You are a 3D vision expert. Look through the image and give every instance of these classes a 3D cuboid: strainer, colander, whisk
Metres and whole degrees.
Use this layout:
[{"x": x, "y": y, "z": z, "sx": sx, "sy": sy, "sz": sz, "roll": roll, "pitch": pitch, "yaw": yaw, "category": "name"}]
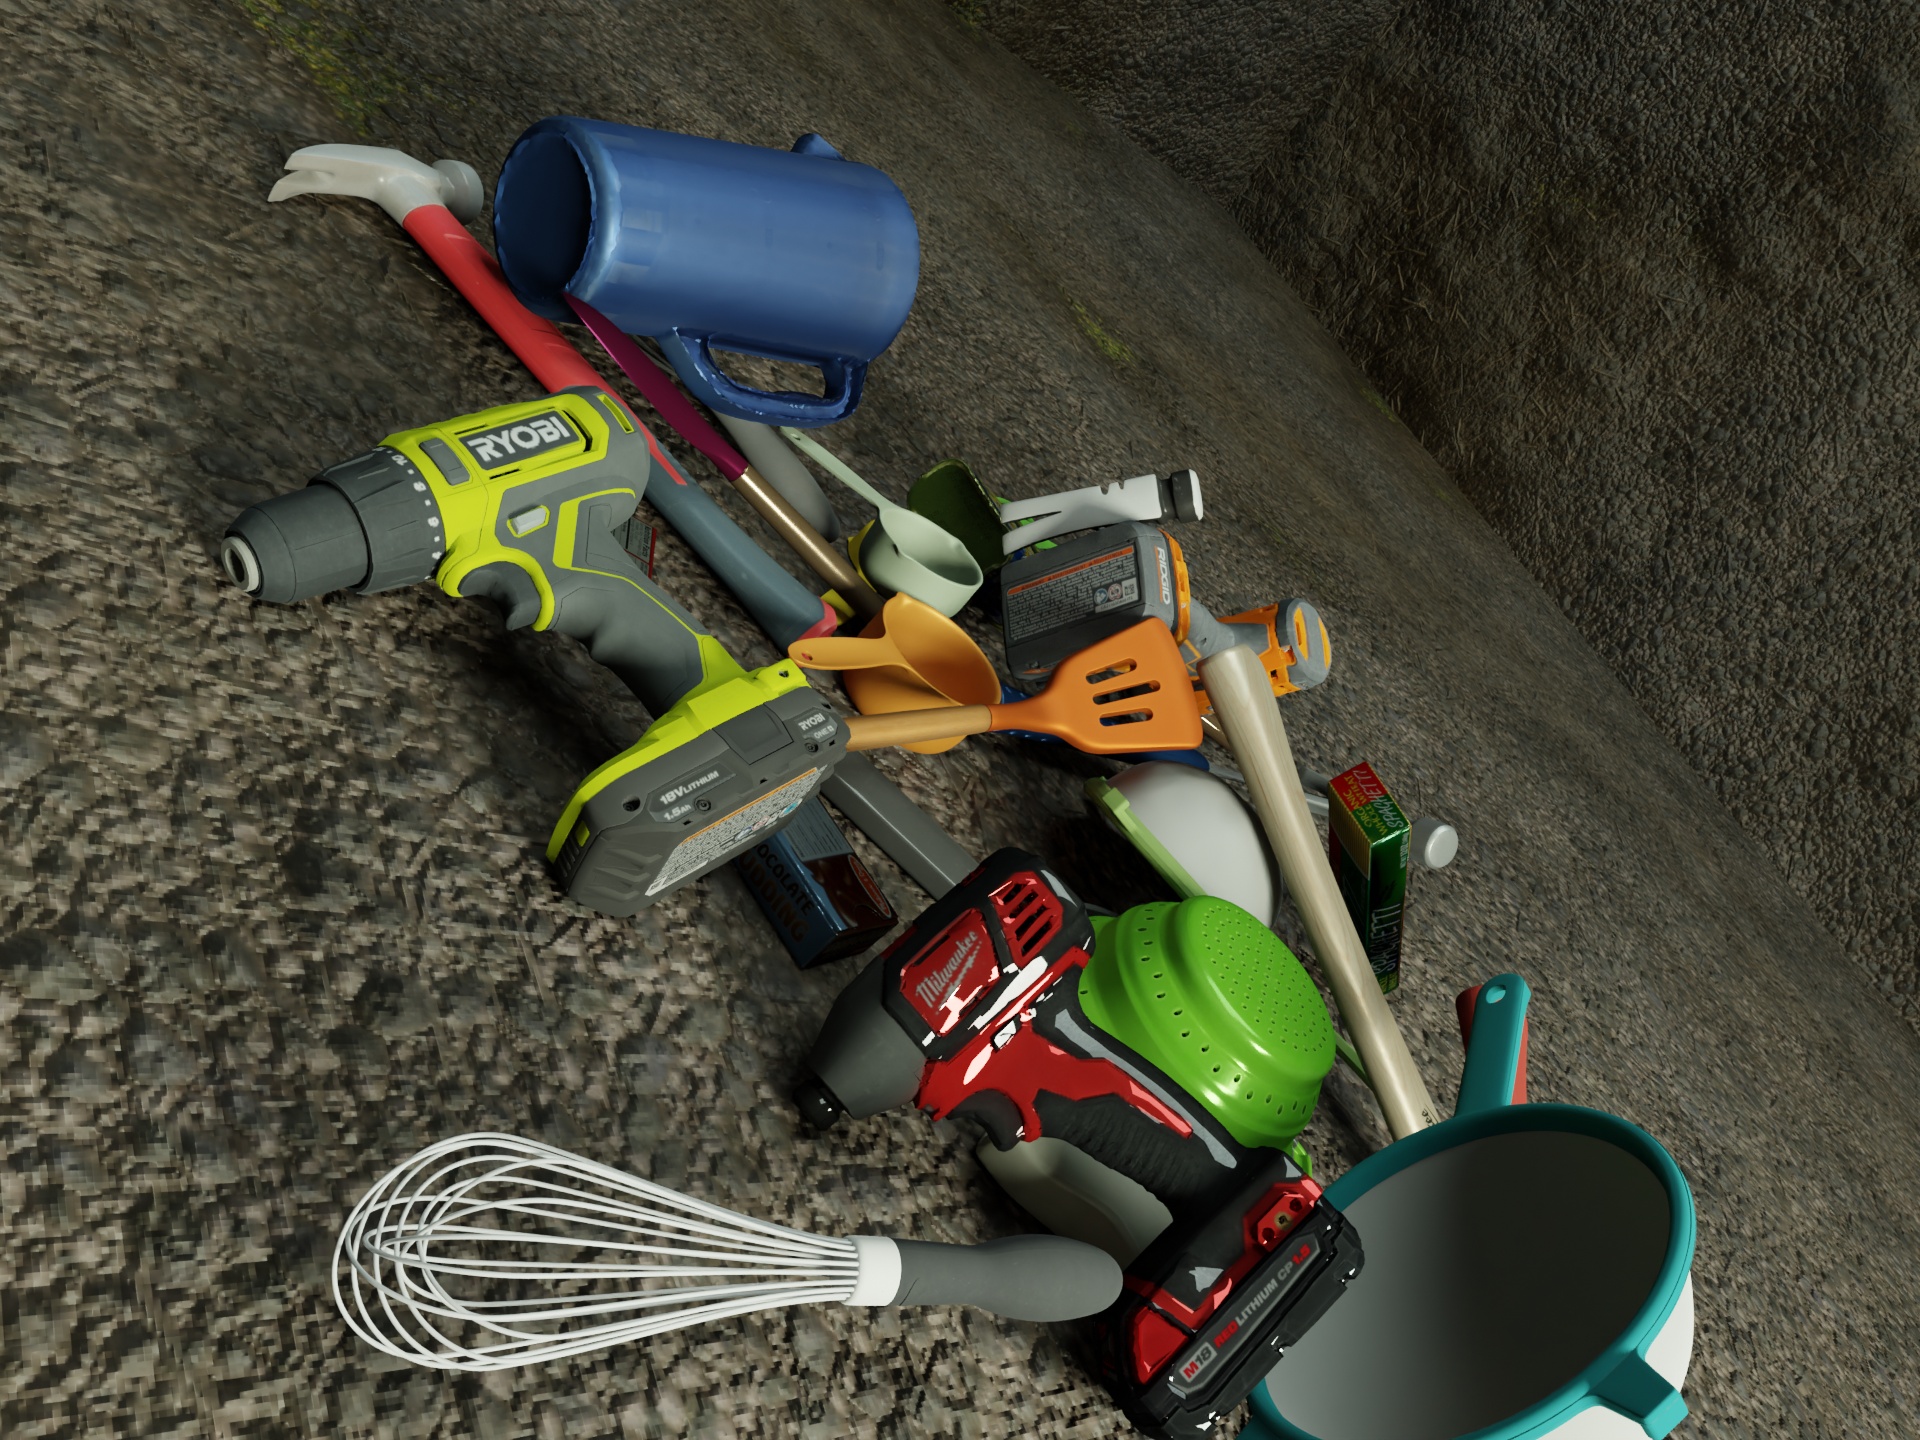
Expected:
[{"x": 0.183, "y": 0.111, "z": 0.950, "sx": 0.256, "sy": 0.069, "sz": 0.151, "roll": 46, "pitch": 2, "yaw": 2, "category": "strainer"}, {"x": 0.259, "y": 0.246, "z": 0.752, "sx": 0.095, "sy": 0.211, "sz": 0.340, "roll": 57, "pitch": 33, "yaw": -10, "category": "strainer"}, {"x": 0.066, "y": 0.103, "z": 0.819, "sx": 0.397, "sy": 0.094, "sz": 0.204, "roll": 43, "pitch": 26, "yaw": -2, "category": "colander"}, {"x": -0.155, "y": -0.207, "z": 1.021, "sx": 0.239, "sy": 0.055, "sz": 0.055, "roll": 52, "pitch": 26, "yaw": 4, "category": "whisk"}, {"x": -0.060, "y": 0.181, "z": 0.524, "sx": 0.284, "sy": 0.070, "sz": 0.070, "roll": 15, "pitch": 37, "yaw": -31, "category": "whisk"}]

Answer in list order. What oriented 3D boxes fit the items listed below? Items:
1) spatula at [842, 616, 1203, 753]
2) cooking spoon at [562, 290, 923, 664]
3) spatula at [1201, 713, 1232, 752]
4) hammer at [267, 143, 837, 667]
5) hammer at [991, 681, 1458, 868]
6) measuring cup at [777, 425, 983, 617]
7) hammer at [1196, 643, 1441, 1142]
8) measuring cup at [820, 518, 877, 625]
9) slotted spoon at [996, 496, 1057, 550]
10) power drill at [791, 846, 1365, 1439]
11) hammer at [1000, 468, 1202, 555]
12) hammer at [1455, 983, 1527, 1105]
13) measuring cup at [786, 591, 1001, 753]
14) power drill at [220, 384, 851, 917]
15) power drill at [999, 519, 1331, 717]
[{"x": -0.001, "y": -0.003, "z": 0.827, "sx": 0.322, "sy": 0.041, "sz": 0.081, "roll": -7, "pitch": 76, "yaw": -40, "category": "spatula"}, {"x": -0.109, "y": -0.124, "z": 0.903, "sx": 0.318, "sy": 0.017, "sz": 0.069, "roll": 46, "pitch": 5, "yaw": -33, "category": "cooking spoon"}, {"x": 0.116, "y": -0.056, "z": 1.214, "sx": 0.315, "sy": 0.018, "sz": 0.060, "roll": 37, "pitch": 21, "yaw": -14, "category": "spatula"}, {"x": -0.215, "y": -0.177, "z": 0.891, "sx": 0.386, "sy": 0.038, "sz": 0.143, "roll": 47, "pitch": 27, "yaw": 6, "category": "hammer"}, {"x": 0.166, "y": 0.032, "z": 1.096, "sx": 0.405, "sy": 0.035, "sz": 0.144, "roll": 16, "pitch": 6, "yaw": -36, "category": "hammer"}, {"x": -0.060, "y": -0.123, "z": 0.989, "sx": 0.168, "sy": 0.038, "sz": 0.083, "roll": 41, "pitch": 24, "yaw": 13, "category": "measuring cup"}, {"x": 0.219, "y": 0.153, "z": 0.891, "sx": 0.146, "sy": 0.038, "sz": 0.411, "roll": -13, "pitch": 79, "yaw": -57, "category": "hammer"}, {"x": -0.056, "y": -0.092, "z": 1.003, "sx": 0.062, "sy": 0.029, "sz": 0.156, "roll": 43, "pitch": 24, "yaw": -3, "category": "measuring cup"}, {"x": 0.107, "y": -0.121, "z": 1.278, "sx": 0.313, "sy": 0.031, "sz": 0.070, "roll": 20, "pitch": 18, "yaw": -47, "category": "slotted spoon"}, {"x": 0.042, "y": 0.174, "z": 0.651, "sx": 0.220, "sy": 0.143, "sz": 0.078, "roll": 48, "pitch": -15, "yaw": 8, "category": "power drill"}, {"x": 0.128, "y": -0.093, "z": 1.136, "sx": 0.336, "sy": 0.127, "sz": 0.034, "roll": 42, "pitch": 41, "yaw": -69, "category": "hammer"}, {"x": 0.285, "y": 0.294, "z": 0.818, "sx": 0.149, "sy": 0.036, "sz": 0.359, "roll": 35, "pitch": 42, "yaw": -28, "category": "hammer"}, {"x": -0.050, "y": -0.022, "z": 0.888, "sx": 0.173, "sy": 0.052, "sz": 0.095, "roll": -3, "pitch": 52, "yaw": -54, "category": "measuring cup"}, {"x": -0.174, "y": -0.035, "z": 0.676, "sx": 0.190, "sy": 0.080, "sz": 0.228, "roll": -30, "pitch": 75, "yaw": -43, "category": "power drill"}, {"x": 0.123, "y": -0.051, "z": 1.054, "sx": 0.226, "sy": 0.164, "sz": 0.084, "roll": 16, "pitch": 64, "yaw": -49, "category": "power drill"}]
